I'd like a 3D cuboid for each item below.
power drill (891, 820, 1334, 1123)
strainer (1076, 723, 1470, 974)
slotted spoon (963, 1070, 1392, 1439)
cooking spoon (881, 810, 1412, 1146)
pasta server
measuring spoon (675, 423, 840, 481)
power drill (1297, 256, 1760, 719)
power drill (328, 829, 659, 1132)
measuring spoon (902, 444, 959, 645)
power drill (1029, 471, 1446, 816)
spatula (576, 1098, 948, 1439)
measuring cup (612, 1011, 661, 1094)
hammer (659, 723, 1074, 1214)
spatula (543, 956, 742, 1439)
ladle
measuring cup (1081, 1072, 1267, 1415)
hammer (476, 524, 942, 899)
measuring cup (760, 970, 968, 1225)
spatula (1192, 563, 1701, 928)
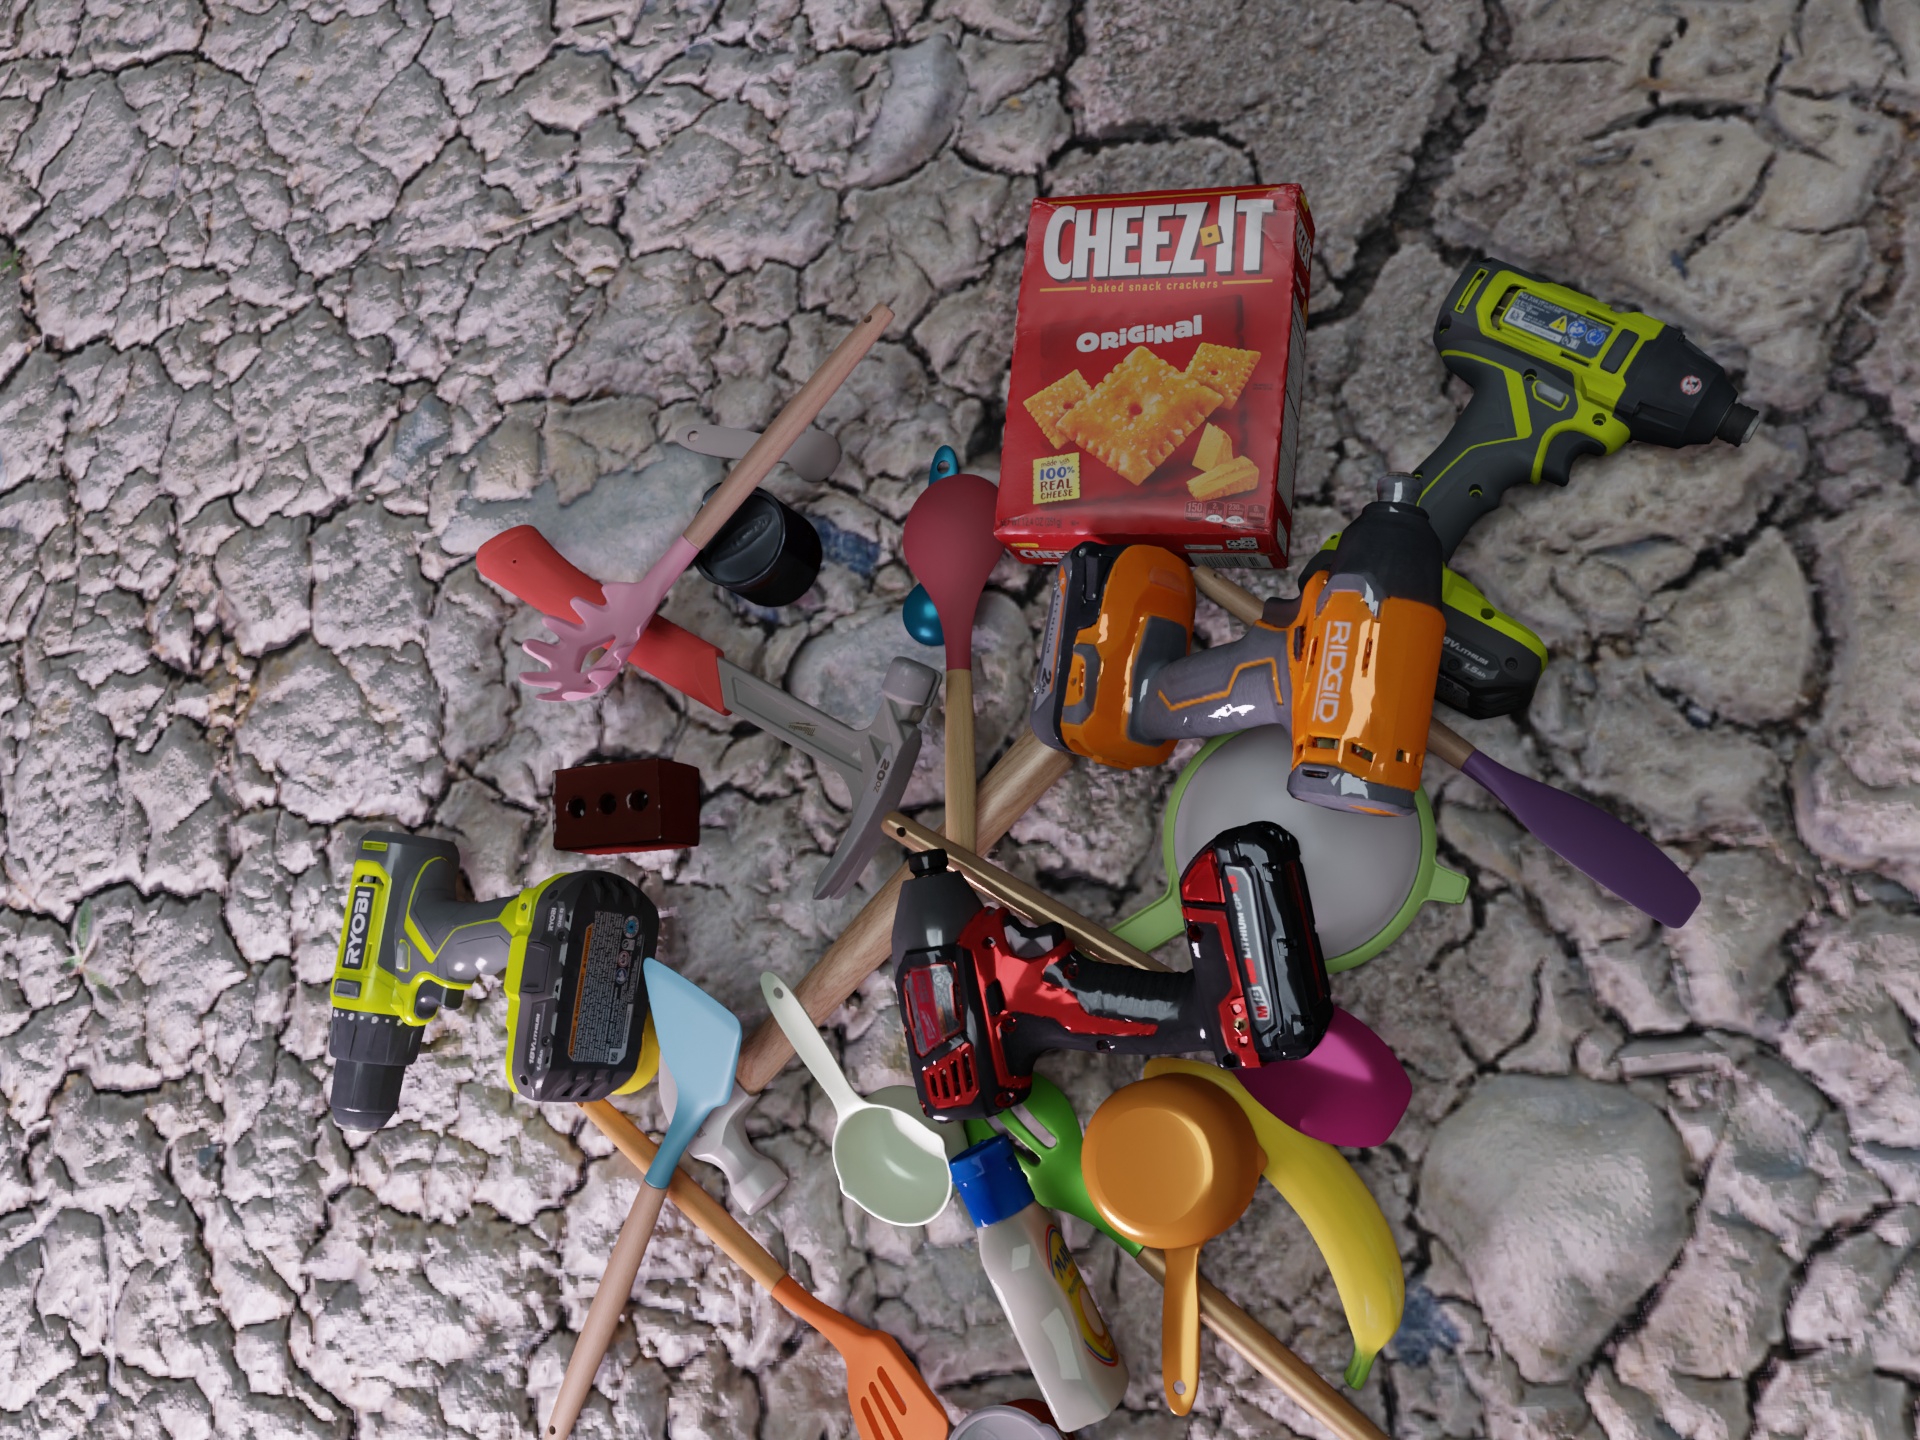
[{"bbox_3d":[0.068,0.122,0.818,0.219,0.078,0.143,-13,84,20],"label":"power drill"},{"bbox_3d":[0.135,0.090,0.870,0.256,0.069,0.152,-33,71,9],"label":"strainer"},{"bbox_3d":[0.121,0.301,0.859,0.314,0.031,0.070,37,98,20],"label":"slotted spoon"},{"bbox_3d":[0.091,0.130,0.857,0.319,0.017,0.068,29,100,17],"label":"cooking spoon"},{"bbox_3d":[-0.150,-0.132,0.964,0.316,0.040,0.060,-49,58,5],"label":"pasta server"},{"bbox_3d":[-0.137,-0.181,1.043,0.124,0.018,0.034,12,84,21],"label":"measuring spoon"},{"bbox_3d":[0.299,-0.121,0.852,0.171,0.080,0.223,32,88,22],"label":"power drill"},{"bbox_3d":[-0.305,0.170,0.991,0.228,0.080,0.191,1,79,32],"label":"power drill"},{"bbox_3d":[-0.016,-0.111,0.985,0.042,0.021,0.129,1,82,19],"label":"measuring spoon"},{"bbox_3d":[0.146,-0.044,0.820,0.227,0.084,0.164,7,85,50],"label":"power drill"},{"bbox_3d":[-0.128,0.318,0.934,0.323,0.041,0.081,36,115,23],"label":"spatula"},{"bbox_3d":[-0.232,0.167,1.012,0.062,0.029,0.157,-38,58,13],"label":"measuring cup"},{"bbox_3d":[-0.057,0.130,0.950,0.130,0.031,0.331,44,95,20],"label":"hammer"},{"bbox_3d":[-0.197,0.295,0.936,0.082,0.044,0.317,27,100,31],"label":"spatula"},{"bbox_3d":[-0.001,-0.003,0.932,0.069,0.031,0.316,-6,74,17],"label":"ladle"},{"bbox_3d":[0.106,0.271,0.821,0.095,0.052,0.174,-4,77,26],"label":"measuring cup"},{"bbox_3d":[-0.180,-0.030,0.999,0.359,0.036,0.149,27,96,28],"label":"hammer"},{"bbox_3d":[-0.057,0.208,0.908,0.083,0.038,0.167,-37,86,31],"label":"measuring cup"},{"bbox_3d":[0.253,0.005,0.856,0.316,0.060,0.018,37,133,21],"label":"spatula"}]
